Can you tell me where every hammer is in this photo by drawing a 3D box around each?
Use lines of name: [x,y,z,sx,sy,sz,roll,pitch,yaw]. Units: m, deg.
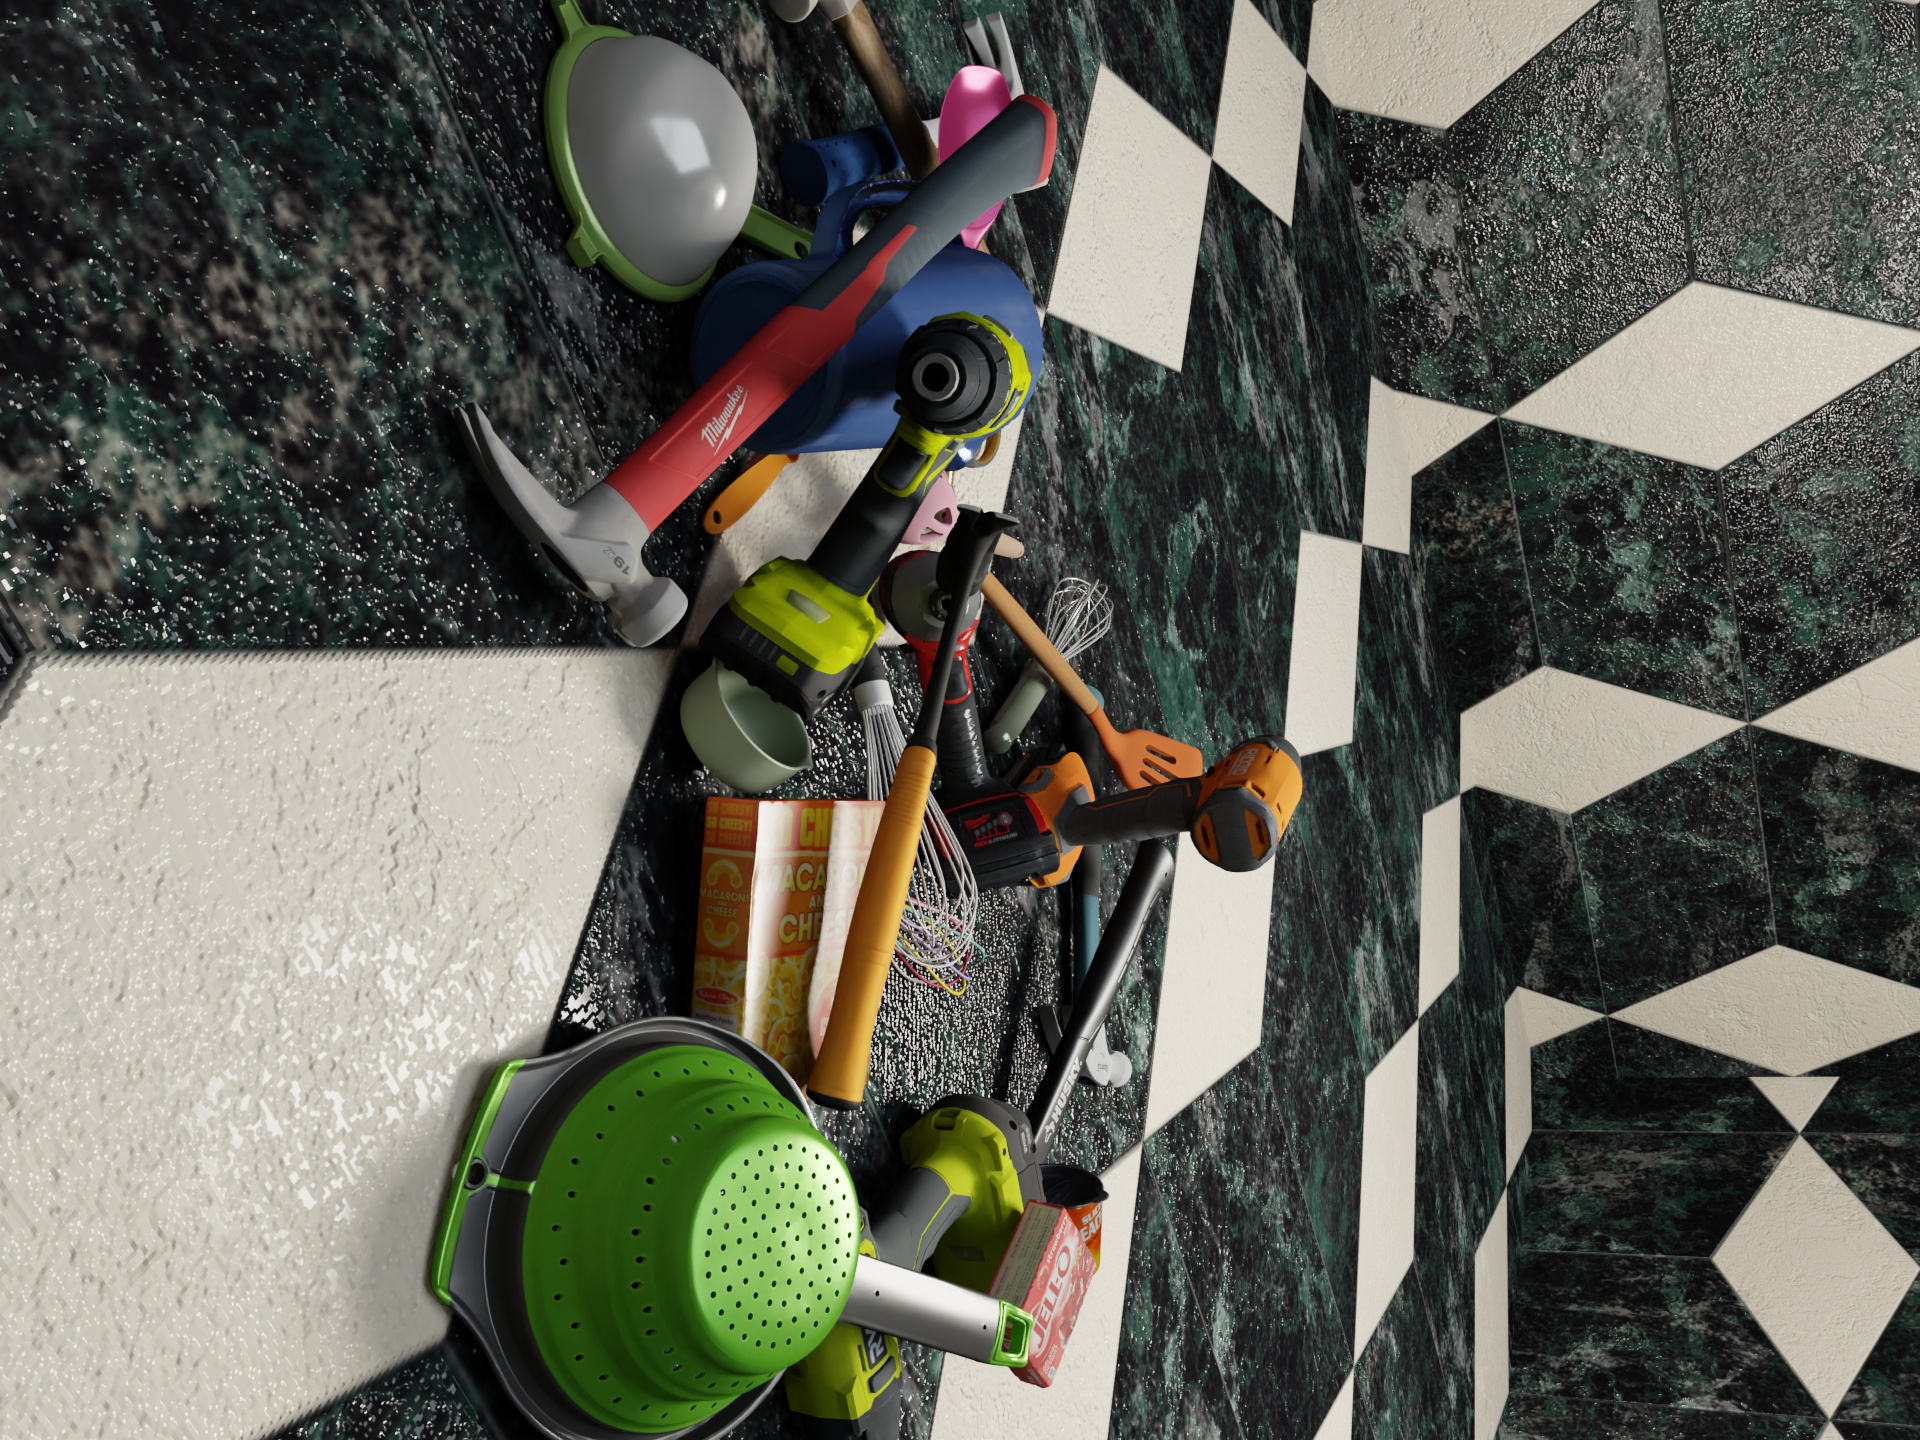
hammer: [0.091,0.228,1.204,0.146,0.035,0.335,57,48,-38]
hammer: [-0.025,-0.389,1.109,0.331,0.031,0.130,57,36,-35]
hammer: [0.104,0.134,1.323,0.128,0.033,0.331,27,60,-60]
hammer: [-0.028,-0.445,1.195,0.405,0.035,0.144,-49,127,-56]
hammer: [-0.083,-0.221,0.831,0.386,0.038,0.143,-49,118,-21]
hammer: [-0.029,0.047,0.878,0.127,0.034,0.337,130,-26,-80]

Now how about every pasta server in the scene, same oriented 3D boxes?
pasta server: [0.002,-0.139,1.140,0.040,0.060,0.316,43,11,9]

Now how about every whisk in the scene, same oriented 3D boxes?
whisk: [-0.046,0.016,0.989,0.070,0.070,0.285,19,52,-61]
whisk: [-0.054,0.115,1.006,0.244,0.051,0.047,46,51,-46]
whisk: [0.070,-0.048,1.292,0.059,0.057,0.246,40,41,-5]

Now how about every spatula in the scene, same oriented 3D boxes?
spatula: [0.099,-0.026,1.256,0.322,0.041,0.081,47,49,-39]

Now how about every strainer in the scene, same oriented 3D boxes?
strainer: [-0.130,-0.311,0.924,0.256,0.069,0.151,4,80,-61]

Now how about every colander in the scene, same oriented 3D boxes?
colander: [-0.062,0.276,0.792,0.396,0.094,0.205,34,58,-39]

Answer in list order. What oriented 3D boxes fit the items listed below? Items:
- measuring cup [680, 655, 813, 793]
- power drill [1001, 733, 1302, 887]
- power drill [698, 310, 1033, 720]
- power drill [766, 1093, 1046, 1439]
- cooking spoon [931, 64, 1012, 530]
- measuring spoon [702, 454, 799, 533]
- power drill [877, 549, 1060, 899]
measuring cup: [-0.117,-0.011,0.922,0.083,0.038,0.168,50,17,-13]
power drill: [0.145,0.059,1.203,0.164,0.226,0.084,-44,123,-58]
power drill: [-0.045,-0.117,0.856,0.080,0.228,0.190,34,15,-1]
power drill: [-0.030,0.339,0.968,0.223,0.080,0.171,-24,106,-58]
cooking spoon: [-0.002,-0.288,1.116,0.068,0.017,0.318,-11,116,-38]
measuring spoon: [-0.128,-0.143,0.960,0.117,0.011,0.021,-56,134,-47]
power drill: [-0.002,-0.003,1.046,0.143,0.078,0.219,-143,-141,-78]
